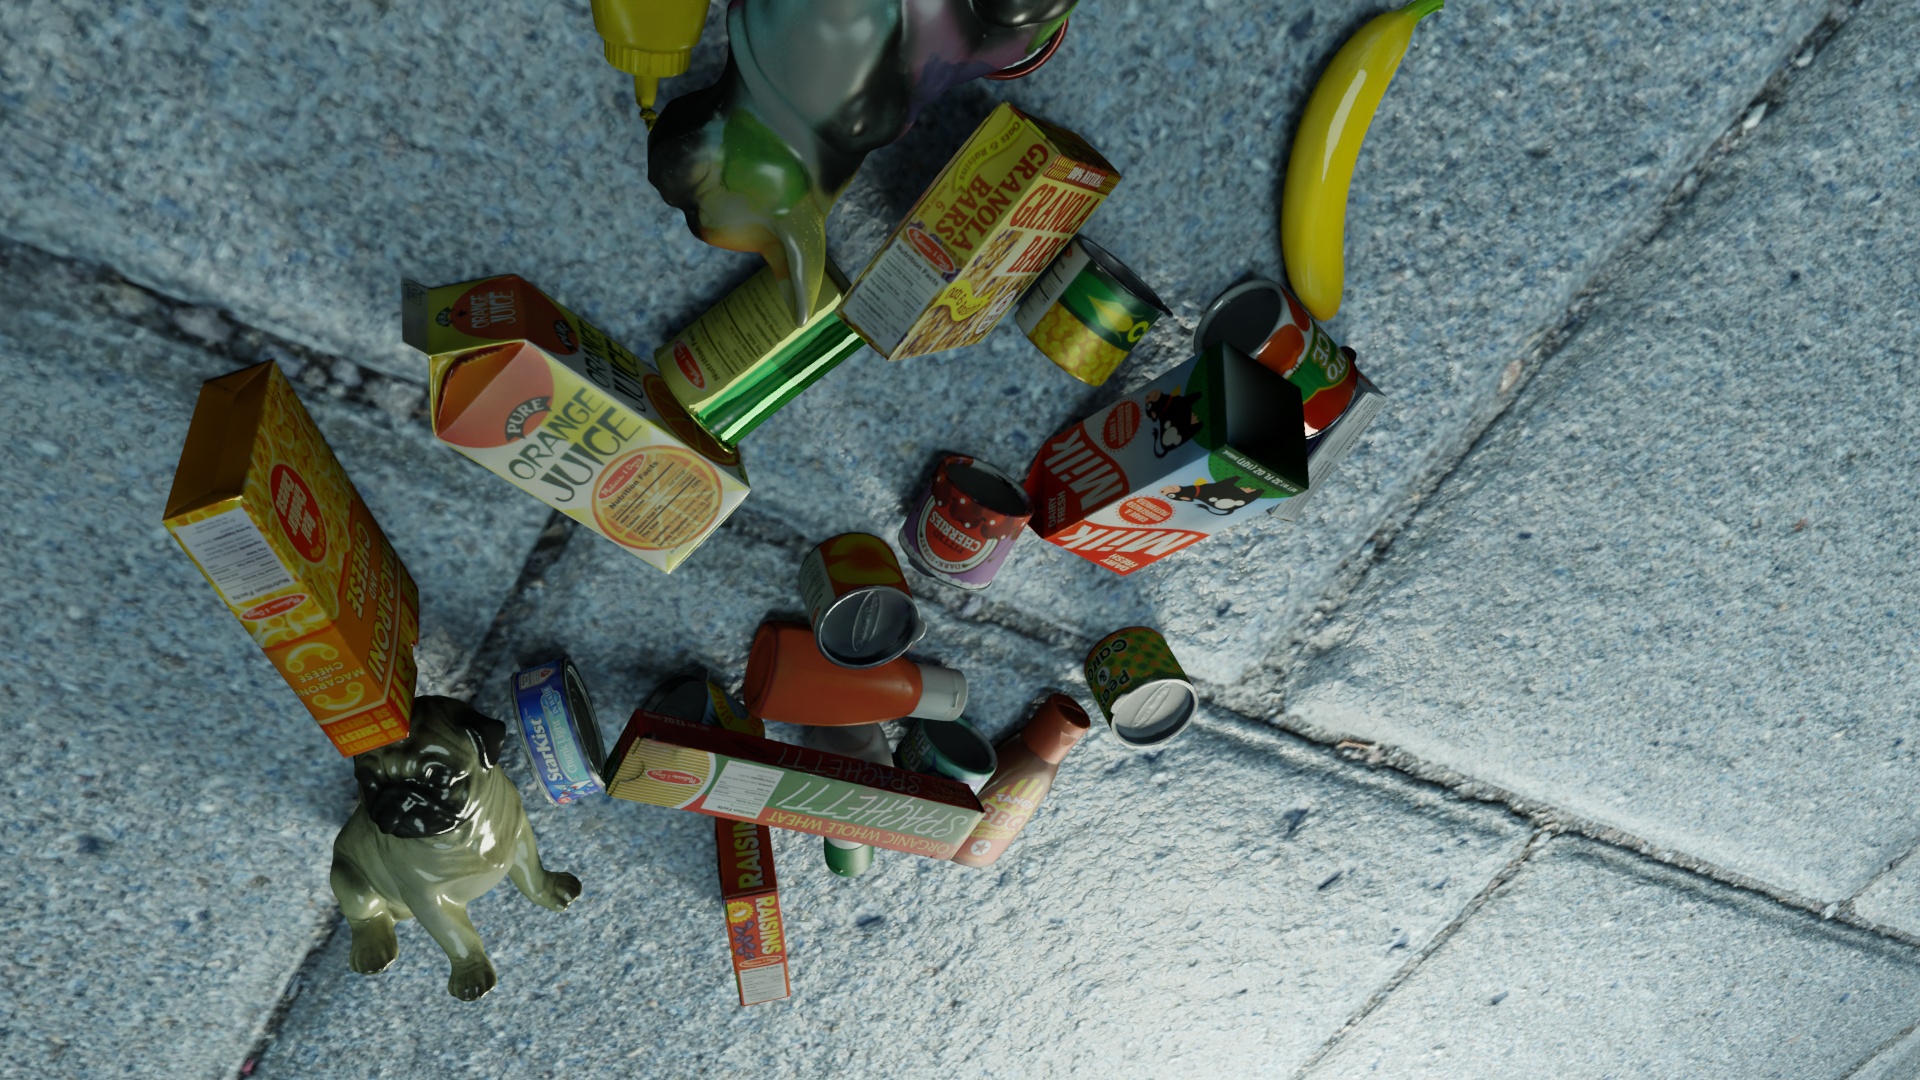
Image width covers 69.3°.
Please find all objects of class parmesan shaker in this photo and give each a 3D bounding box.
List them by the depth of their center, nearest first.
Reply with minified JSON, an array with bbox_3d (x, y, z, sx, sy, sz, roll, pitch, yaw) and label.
[{"bbox_3d":[-0.101,-0.104,0.741,0.103,0.071,0.071,-36,130,8],"label":"parmesan shaker"}]

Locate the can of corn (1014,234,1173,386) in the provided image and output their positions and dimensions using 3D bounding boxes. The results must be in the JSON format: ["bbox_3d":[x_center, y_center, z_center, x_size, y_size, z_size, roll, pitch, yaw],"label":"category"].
[{"bbox_3d":[0.075,-0.128,0.789,0.071,0.071,0.058,26,114,-34],"label":"can of corn"}]

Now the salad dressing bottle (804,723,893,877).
[{"bbox_3d":[-0.079,0.182,0.979,0.044,0.064,0.146,-50,155,-41],"label":"salad dressing bottle"}]

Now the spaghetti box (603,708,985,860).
[{"bbox_3d":[-0.099,0.159,0.881,0.250,0.029,0.050,18,116,-31],"label":"spaghetti box"}]

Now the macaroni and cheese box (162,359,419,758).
[{"bbox_3d":[-0.332,0.011,0.708,0.040,0.124,0.165,-19,130,-4],"label":"macaroni and cheese box"}]

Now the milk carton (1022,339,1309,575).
[{"bbox_3d":[0.111,-0.038,0.842,0.072,0.074,0.190,23,145,-32],"label":"milk carton"}]

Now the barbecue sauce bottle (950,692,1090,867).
[{"bbox_3d":[0.038,0.176,1.024,0.065,0.044,0.148,24,114,-32],"label":"barbecue sauce bottle"}]

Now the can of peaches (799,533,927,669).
[{"bbox_3d":[-0.062,0.038,0.872,0.071,0.058,0.071,-10,128,-13],"label":"can of peaches"}]

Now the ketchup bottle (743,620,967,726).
[{"bbox_3d":[-0.066,0.094,0.918,0.149,0.043,0.064,12,92,-31],"label":"ketchup bottle"}]

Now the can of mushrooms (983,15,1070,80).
[{"bbox_3d":[0.020,-0.263,0.689,0.071,0.033,0.070,-10,128,-13],"label":"can of mushrooms"}]

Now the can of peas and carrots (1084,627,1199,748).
[{"bbox_3d":[0.126,0.104,0.992,0.071,0.059,0.070,-10,128,-13],"label":"can of peas and carrots"}]

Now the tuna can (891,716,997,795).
[{"bbox_3d":[-0.011,0.150,0.971,0.071,0.071,0.032,20,116,-31],"label":"tuna can"}]

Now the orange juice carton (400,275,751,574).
[{"bbox_3d":[-0.208,-0.068,0.728,0.073,0.072,0.192,-43,128,14],"label":"orange juice carton"}]

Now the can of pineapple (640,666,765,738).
[{"bbox_3d":[-0.167,0.125,0.895,0.071,0.071,0.057,-38,129,11],"label":"can of pineapple"}]

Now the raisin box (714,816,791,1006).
[{"bbox_3d":[-0.148,0.257,0.988,0.040,0.086,0.122,-7,128,-9],"label":"raisin box"}]

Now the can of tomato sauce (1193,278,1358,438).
[{"bbox_3d":[0.194,-0.111,0.847,0.071,0.071,0.083,-44,127,15],"label":"can of tomato sauce"}]

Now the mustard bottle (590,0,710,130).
[{"bbox_3d":[-0.139,-0.262,0.621,0.065,0.049,0.159,-4,127,-22],"label":"mustard bottle"}]

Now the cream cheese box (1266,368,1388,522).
[{"bbox_3d":[0.226,-0.067,0.901,0.024,0.053,0.103,18,118,-32],"label":"cream cheese box"}]

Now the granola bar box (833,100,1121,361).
[{"bbox_3d":[0.014,-0.152,0.697,0.039,0.166,0.124,44,108,4],"label":"granola bar box"}]

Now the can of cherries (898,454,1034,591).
[{"bbox_3d":[0.003,-0.011,0.851,0.071,0.072,0.058,16,119,-29],"label":"can of cherries"}]
